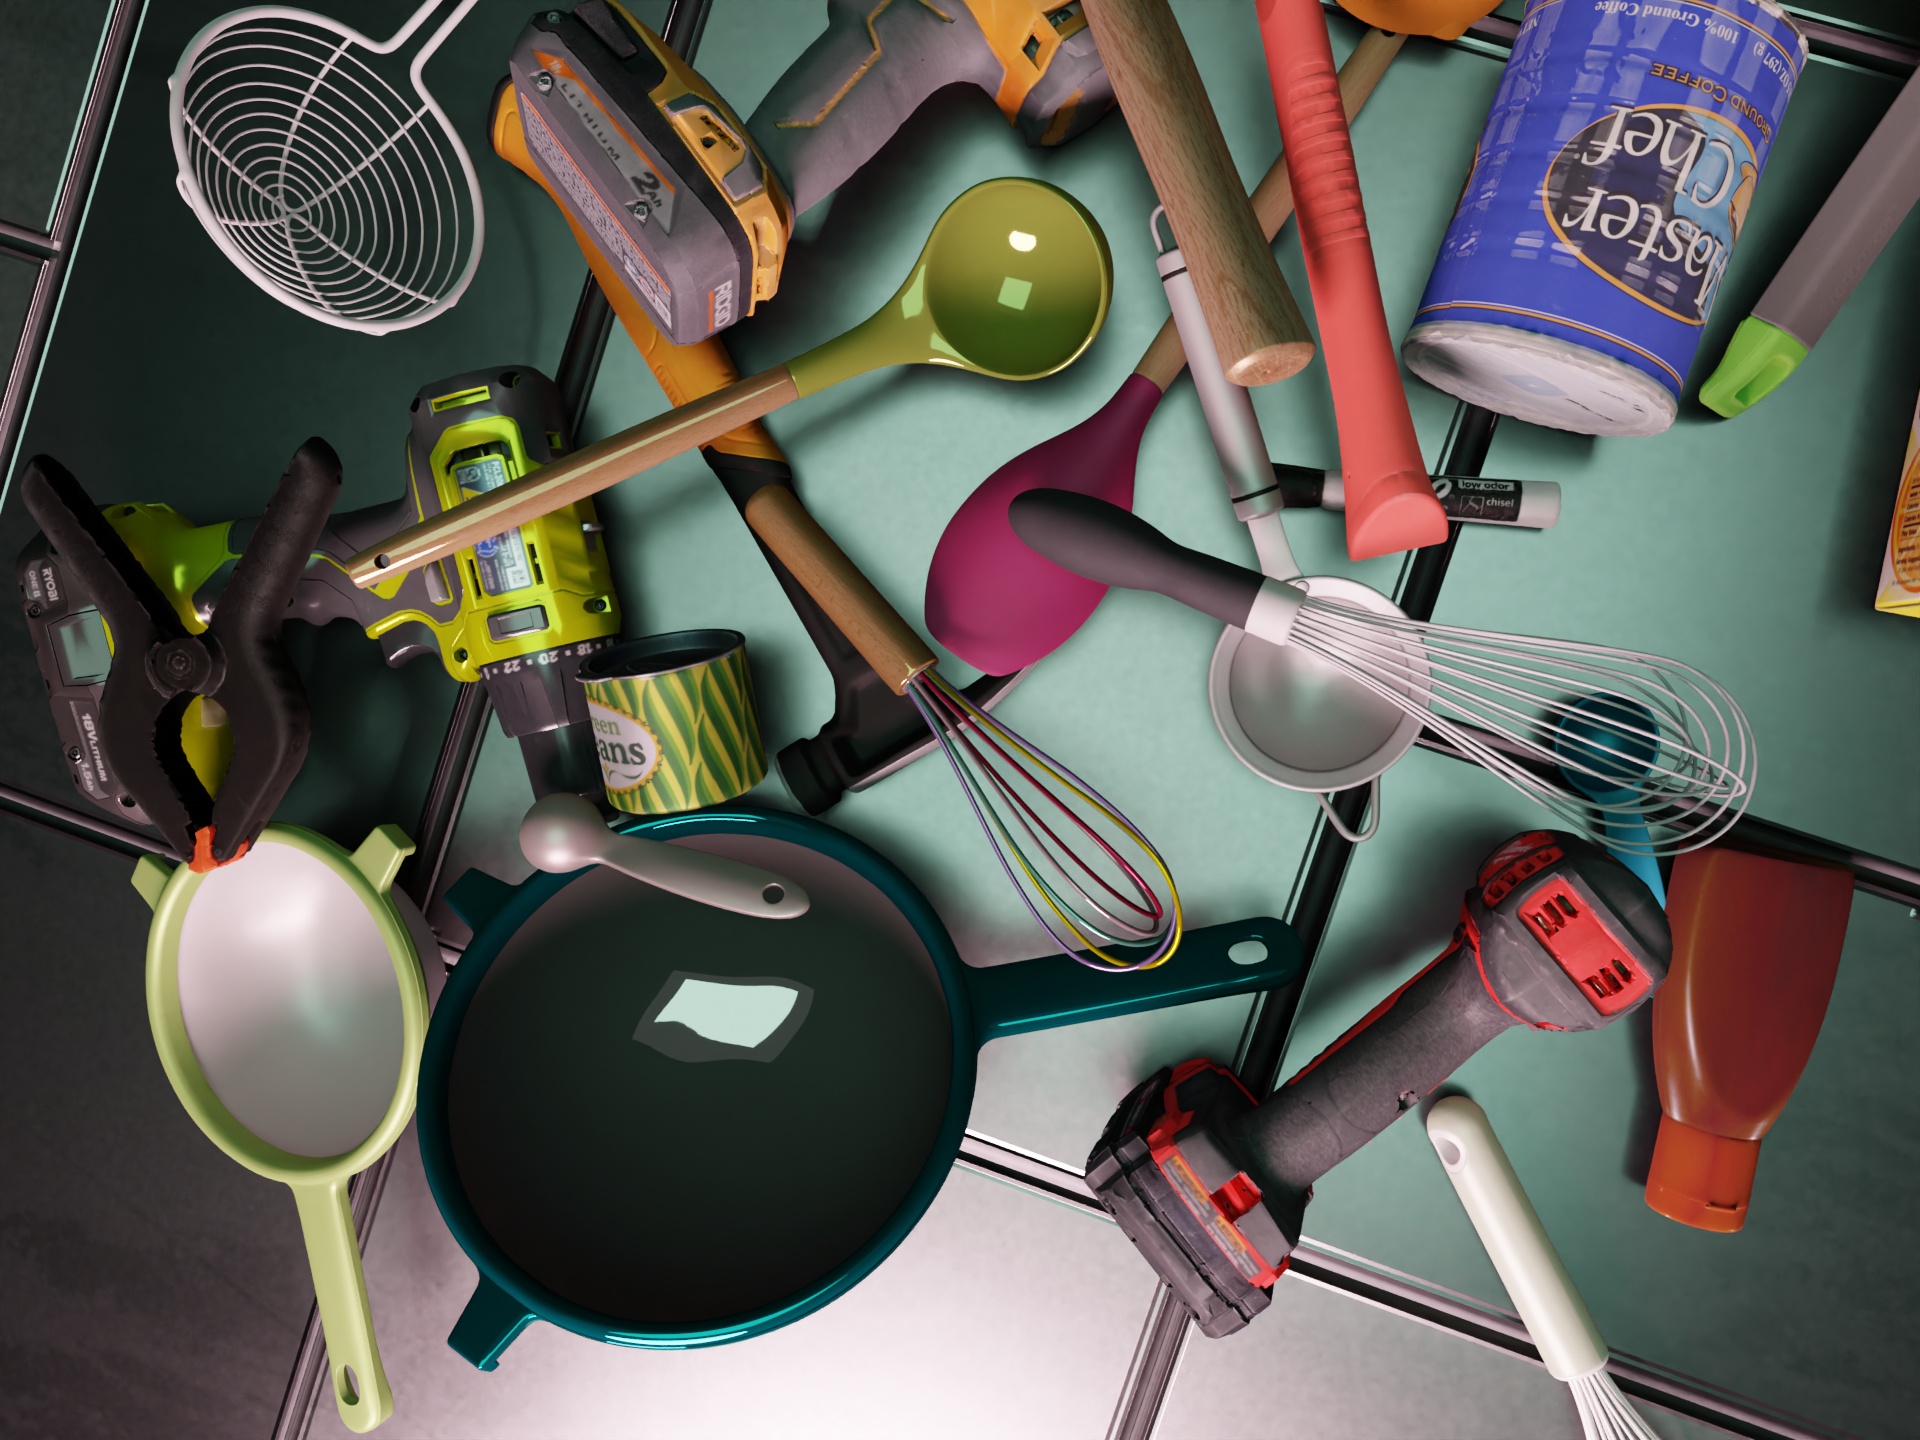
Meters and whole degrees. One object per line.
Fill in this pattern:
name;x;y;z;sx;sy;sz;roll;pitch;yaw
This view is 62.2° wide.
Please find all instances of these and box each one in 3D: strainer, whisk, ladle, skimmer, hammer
strainer;-0.034;0.135;0.636;0.340;0.095;0.211;-10;58;-4
strainer;0.121;-0.079;0.627;0.087;0.050;0.258;-17;97;16
whisk;0.146;-0.027;0.583;0.285;0.070;0.070;23;94;14
ladle;-0.089;-0.122;0.617;0.320;0.062;0.078;-25;101;-5
strainer;-0.257;0.164;0.675;0.151;0.069;0.256;-8;93;24
skimmer;-0.159;-0.313;0.615;0.363;0.090;0.127;-50;127;1
whisk;0.252;0.263;0.635;0.059;0.058;0.246;-24;84;-28
hammer;0.056;-0.276;0.594;0.130;0.031;0.331;-13;77;-23
hammer;0.126;-0.239;0.594;0.036;0.149;0.359;-12;93;5
whisk;0.000;-0.003;0.615;0.051;0.047;0.245;-36;76;-24
hammer;-0.095;-0.133;0.671;0.127;0.034;0.337;-31;87;7

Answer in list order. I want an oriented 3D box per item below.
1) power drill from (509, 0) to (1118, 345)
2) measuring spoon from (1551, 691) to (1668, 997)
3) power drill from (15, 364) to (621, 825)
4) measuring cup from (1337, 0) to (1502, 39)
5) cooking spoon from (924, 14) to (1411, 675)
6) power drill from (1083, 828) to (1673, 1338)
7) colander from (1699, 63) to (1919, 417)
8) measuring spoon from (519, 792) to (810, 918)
power drill;-0.063;-0.275;0.622;0.226;0.084;0.185;-36;87;-14
measuring spoon;0.266;0.050;0.643;0.042;0.021;0.128;-14;98;1
power drill;-0.255;-0.031;0.672;0.228;0.080;0.190;-13;94;5
measuring cup;0.224;-0.330;0.615;0.173;0.052;0.095;-14;79;2
cooking spoon;0.089;-0.157;0.639;0.069;0.017;0.319;34;88;3
power drill;0.159;0.122;0.599;0.219;0.143;0.078;-41;82;12
colander;0.370;-0.304;0.582;0.095;0.204;0.397;45;115;37
measuring spoon;-0.117;0.053;0.625;0.124;0.018;0.034;15;60;11
